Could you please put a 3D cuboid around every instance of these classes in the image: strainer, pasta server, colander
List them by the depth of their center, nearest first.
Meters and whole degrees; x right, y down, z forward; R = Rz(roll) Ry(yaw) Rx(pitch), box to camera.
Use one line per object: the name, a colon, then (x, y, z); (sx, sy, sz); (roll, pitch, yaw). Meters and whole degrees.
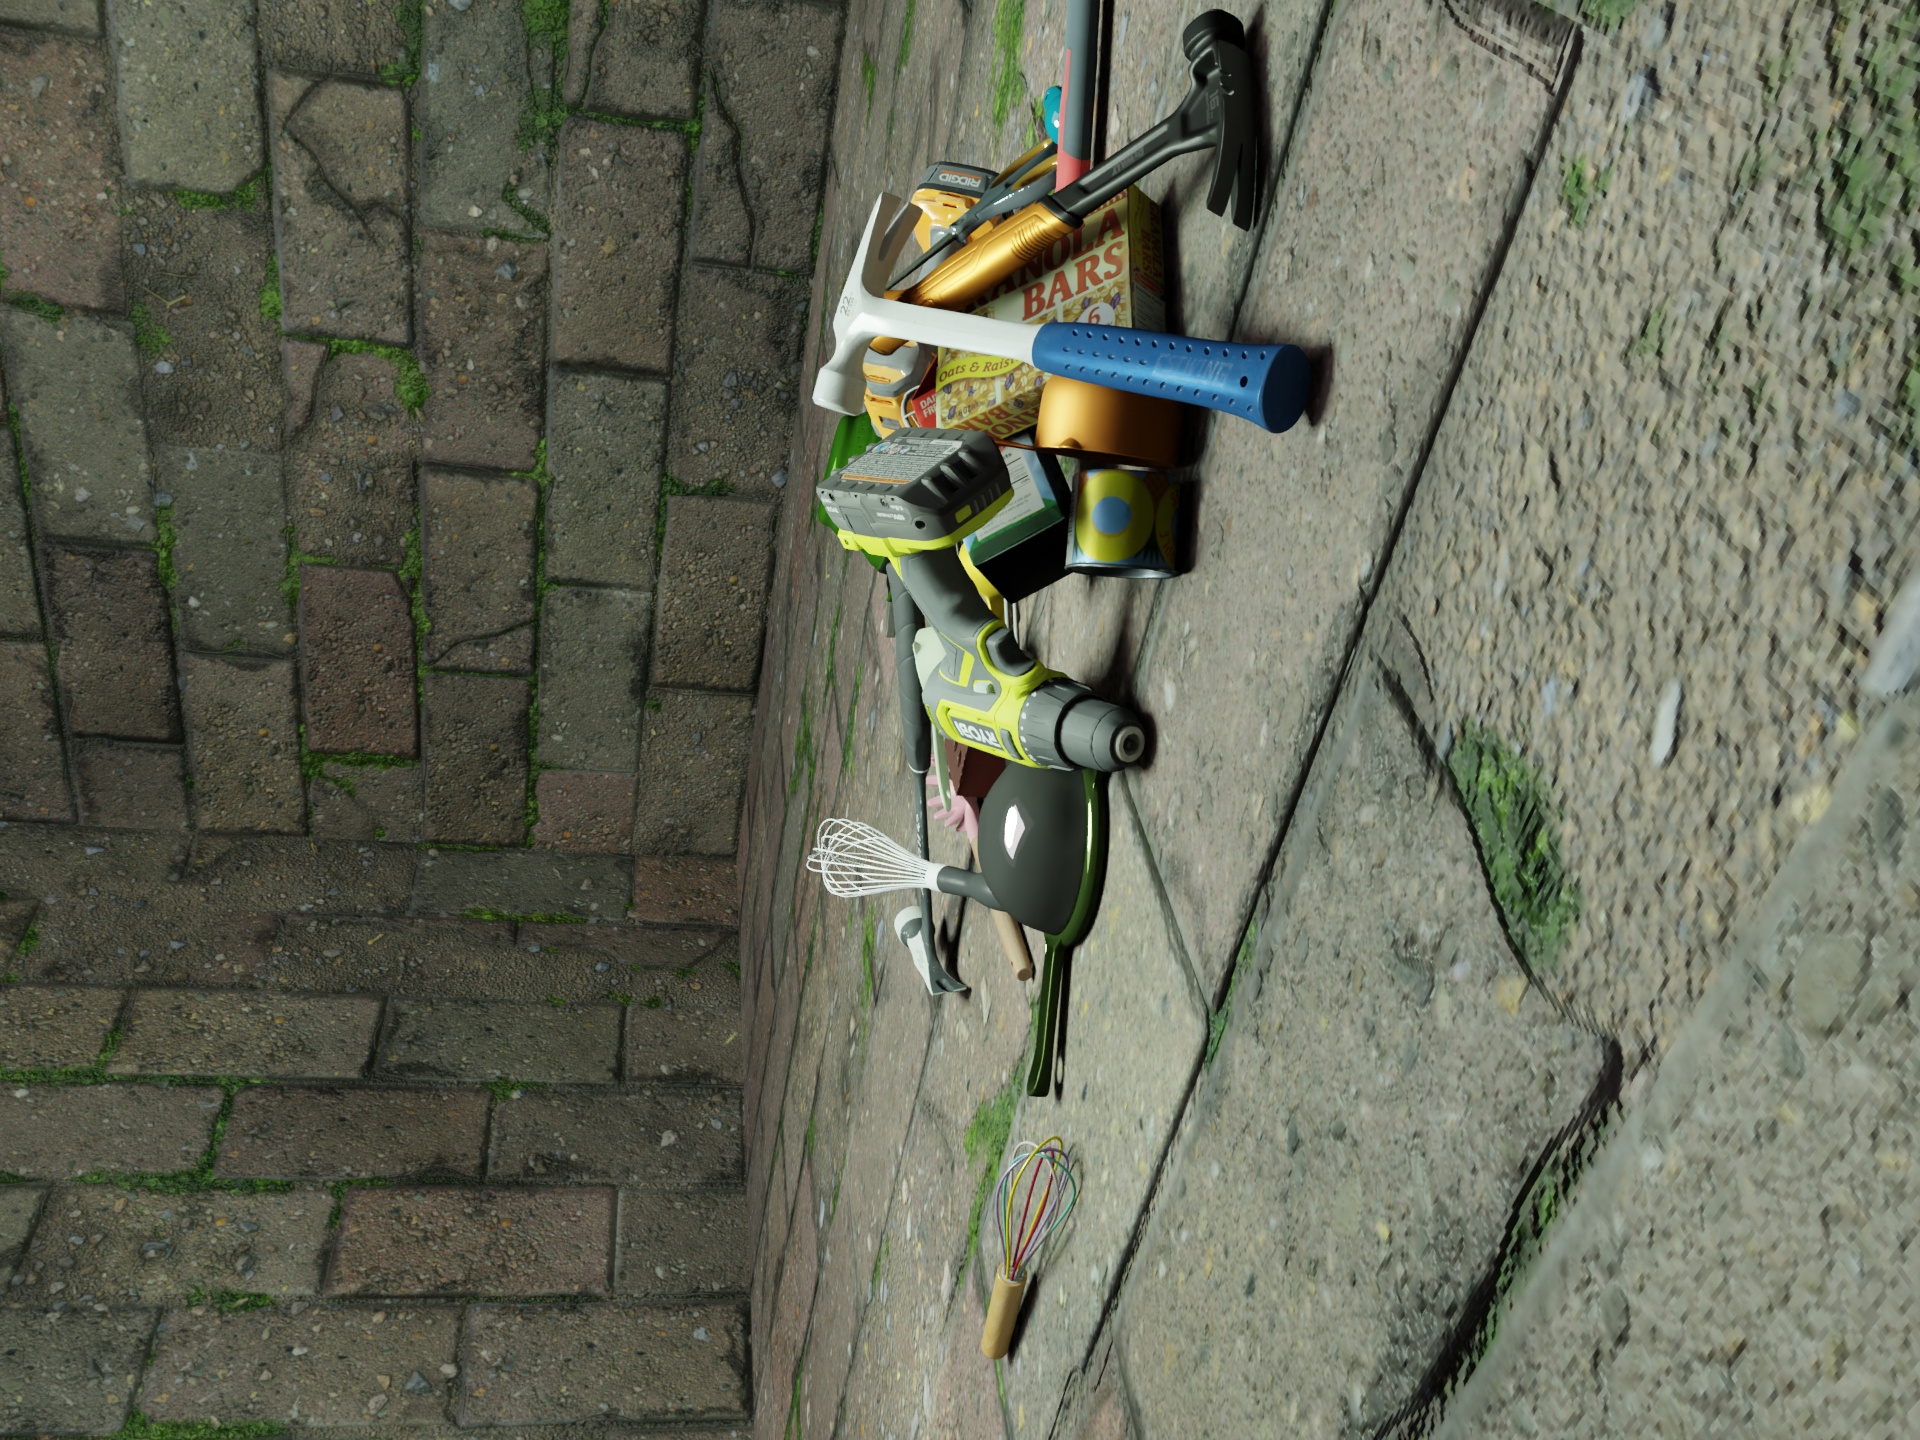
strainer: (0.043, 0.133, 1.107); (0.151, 0.069, 0.256); (-175, 91, -78)
pasta server: (0.013, 0.117, 1.327); (0.316, 0.040, 0.060); (-110, 16, -60)
colander: (-0.080, -0.304, 1.635); (0.204, 0.094, 0.397); (114, 166, -50)

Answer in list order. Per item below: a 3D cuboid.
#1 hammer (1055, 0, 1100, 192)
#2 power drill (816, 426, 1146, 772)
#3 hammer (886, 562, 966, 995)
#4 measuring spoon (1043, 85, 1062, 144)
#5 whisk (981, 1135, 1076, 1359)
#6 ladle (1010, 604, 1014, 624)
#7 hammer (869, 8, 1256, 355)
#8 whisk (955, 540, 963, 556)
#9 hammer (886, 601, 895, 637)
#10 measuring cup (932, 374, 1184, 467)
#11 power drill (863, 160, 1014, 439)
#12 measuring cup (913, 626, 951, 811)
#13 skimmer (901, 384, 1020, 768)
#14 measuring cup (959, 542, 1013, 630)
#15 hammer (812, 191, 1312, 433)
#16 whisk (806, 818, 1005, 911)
hammer: (0.088, -0.420, 1.163); (0.143, 0.038, 0.386); (176, 98, -76)
power drill: (0.017, -0.066, 1.006); (0.191, 0.080, 0.228); (17, 141, 54)
hammer: (-0.036, 0.053, 1.377); (0.149, 0.036, 0.408); (-123, 27, -61)
measuring spoon: (0.073, -0.495, 1.277); (0.042, 0.021, 0.129); (-61, 20, 25)
whisk: (0.043, 0.374, 1.118); (0.047, 0.051, 0.244); (-68, -11, -52)
ladle: (0.017, -0.182, 1.434); (0.316, 0.031, 0.069); (-104, 27, -49)
hammer: (0.047, -0.298, 0.991); (0.337, 0.034, 0.127); (-18, 66, 48)
whisk: (-0.001, -0.107, 1.375); (0.055, 0.055, 0.239); (116, 141, -60)
hammer: (-0.025, -0.106, 1.581); (0.411, 0.038, 0.146); (-123, 37, -70)
measuring cup: (0.056, -0.191, 0.976); (0.174, 0.095, 0.052); (14, 98, 33)
power drill: (-0.018, -0.334, 1.363); (0.185, 0.084, 0.226); (64, -137, -69)
measuring cup: (-0.002, -0.004, 1.227); (0.083, 0.038, 0.168); (55, -157, -50)
skimmer: (0.020, -0.090, 1.238); (0.090, 0.127, 0.363); (-5, 87, 49)
measuring cup: (0.038, -0.083, 1.275); (0.029, 0.062, 0.157); (145, 118, -61)
hammer: (0.042, -0.224, 0.922); (0.406, 0.035, 0.144); (26, 103, 50)
whisk: (-0.036, 0.124, 1.303); (0.285, 0.070, 0.070); (5, 91, 51)
